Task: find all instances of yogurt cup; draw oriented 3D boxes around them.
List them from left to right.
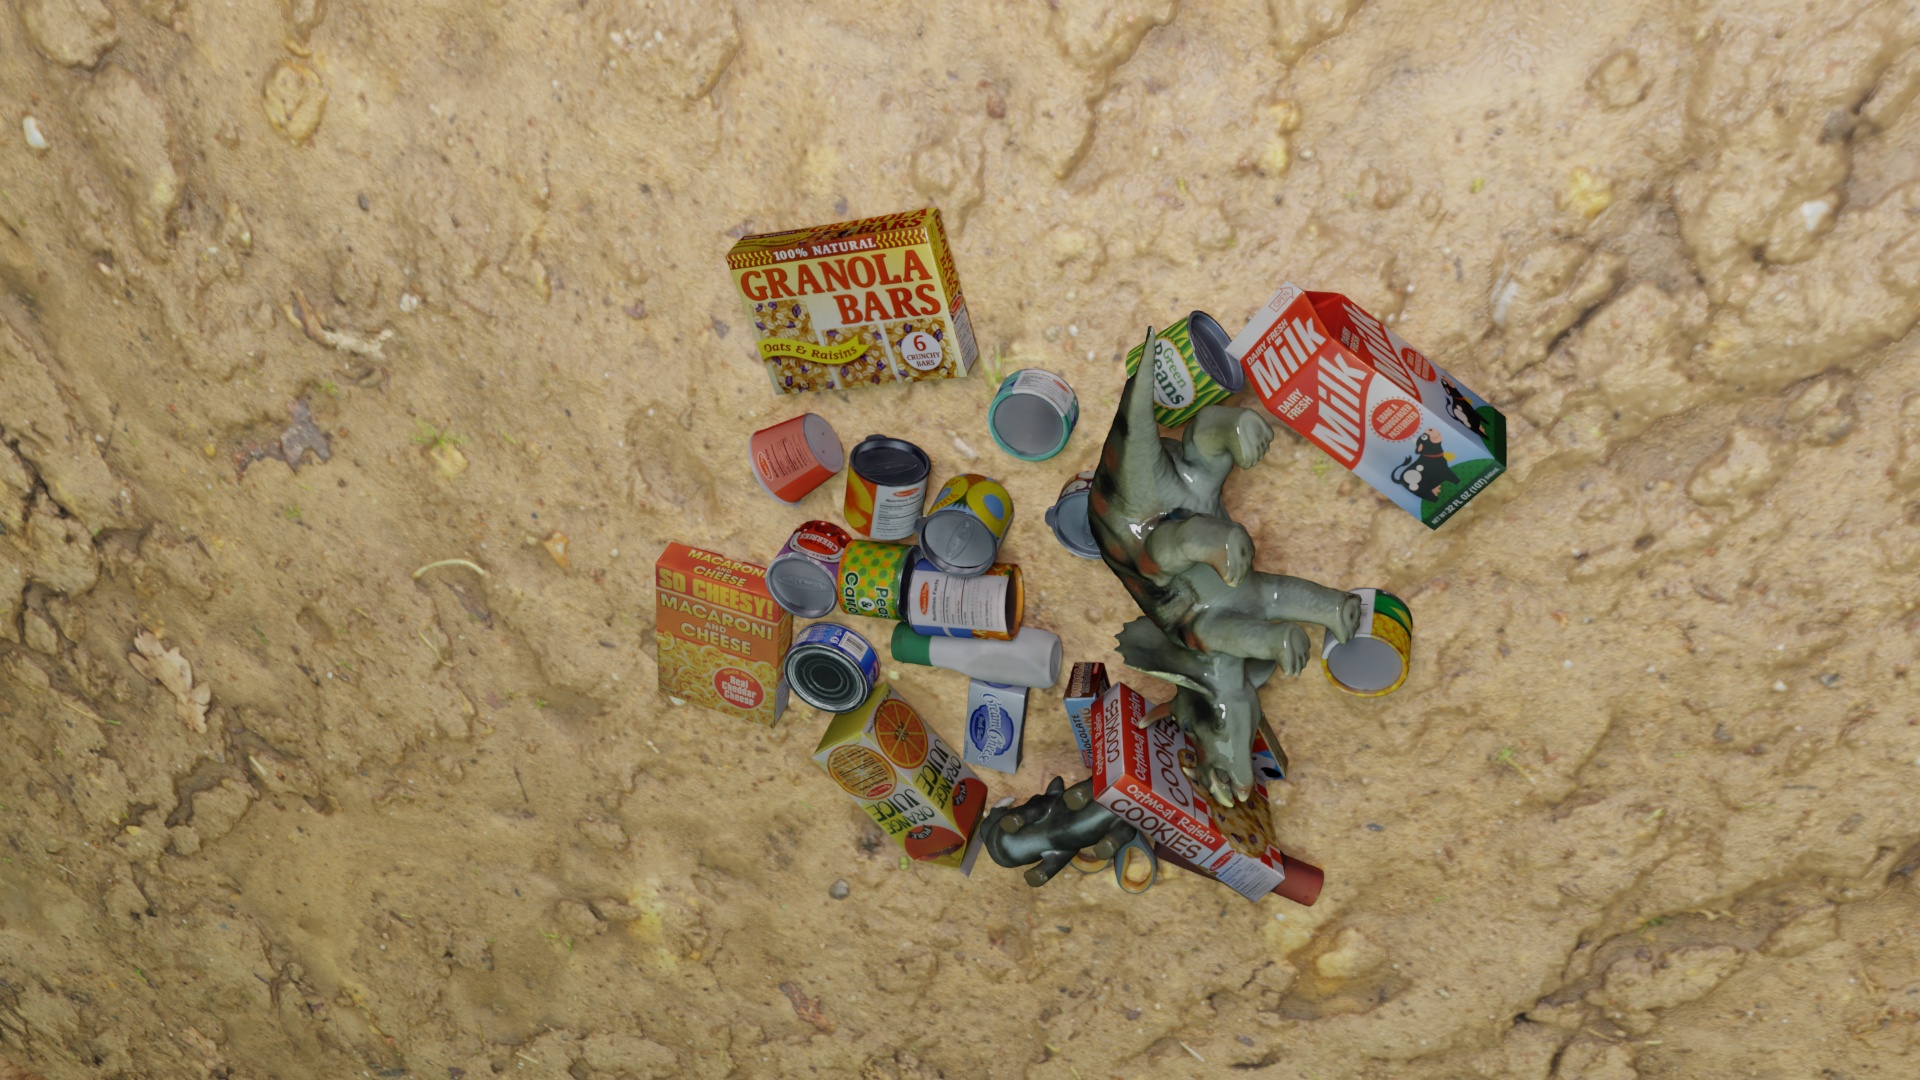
[{"bbox_3d":[-0.133,-0.069,1.138,0.054,0.073,0.072,-25,113,24],"label":"yogurt cup"}]

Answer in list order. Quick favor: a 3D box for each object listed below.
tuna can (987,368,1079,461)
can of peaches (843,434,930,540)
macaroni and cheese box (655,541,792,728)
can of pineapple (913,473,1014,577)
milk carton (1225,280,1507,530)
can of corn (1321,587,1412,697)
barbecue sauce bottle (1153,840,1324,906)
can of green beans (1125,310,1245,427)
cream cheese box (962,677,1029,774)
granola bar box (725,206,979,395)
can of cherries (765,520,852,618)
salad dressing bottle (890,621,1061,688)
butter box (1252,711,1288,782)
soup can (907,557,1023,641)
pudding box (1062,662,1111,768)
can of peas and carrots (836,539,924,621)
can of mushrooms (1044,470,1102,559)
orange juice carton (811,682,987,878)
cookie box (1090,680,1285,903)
[{"bbox_3d":[0.055,-0.094,1.070,0.071,0.033,0.070,10,127,13],"label":"tuna can"},{"bbox_3d":[-0.061,-0.043,1.130,0.071,0.071,0.057,17,129,8],"label":"can of peaches"},{"bbox_3d":[-0.221,0.089,1.299,0.124,0.040,0.165,16,129,9],"label":"macaroni and cheese box"},{"bbox_3d":[0.004,-0.014,1.130,0.071,0.058,0.070,10,127,13],"label":"can of pineapple"},{"bbox_3d":[0.279,-0.100,0.957,0.190,0.074,0.072,34,129,-6],"label":"milk carton"},{"bbox_3d":[0.319,0.082,1.084,0.071,0.058,0.070,10,127,14],"label":"can of corn"},{"bbox_3d":[0.255,0.289,1.268,0.148,0.044,0.064,22,127,3],"label":"barbecue sauce bottle"},{"bbox_3d":[0.160,-0.121,0.990,0.057,0.071,0.071,-30,110,35],"label":"can of green beans"},{"bbox_3d":[0.032,0.165,1.272,0.053,0.024,0.103,12,128,10],"label":"cream cheese box"},{"bbox_3d":[-0.080,-0.179,1.054,0.165,0.039,0.123,-3,124,22],"label":"granola bar box"},{"bbox_3d":[-0.127,0.023,1.205,0.071,0.059,0.071,11,127,14],"label":"can of cherries"},{"bbox_3d":[0.013,0.097,1.216,0.147,0.044,0.064,6,146,19],"label":"salad dressing bottle"},{"bbox_3d":[0.238,0.165,1.196,0.053,0.024,0.103,-17,117,29],"label":"butter box"},{"bbox_3d":[0.006,0.050,1.173,0.084,0.072,0.071,3,125,17],"label":"soup can"},{"bbox_3d":[0.117,0.153,1.216,0.030,0.050,0.083,-5,122,22],"label":"pudding box"},{"bbox_3d":[-0.068,0.035,1.184,0.059,0.071,0.070,6,126,17],"label":"can of peas and carrots"},{"bbox_3d":[0.105,-0.021,1.104,0.071,0.034,0.070,10,128,13],"label":"can of mushrooms"},{"bbox_3d":[-0.043,0.234,1.318,0.072,0.072,0.192,-30,110,35],"label":"orange juice carton"},{"bbox_3d":[0.182,0.204,1.134,0.167,0.123,0.040,34,116,-14],"label":"cookie box"}]
